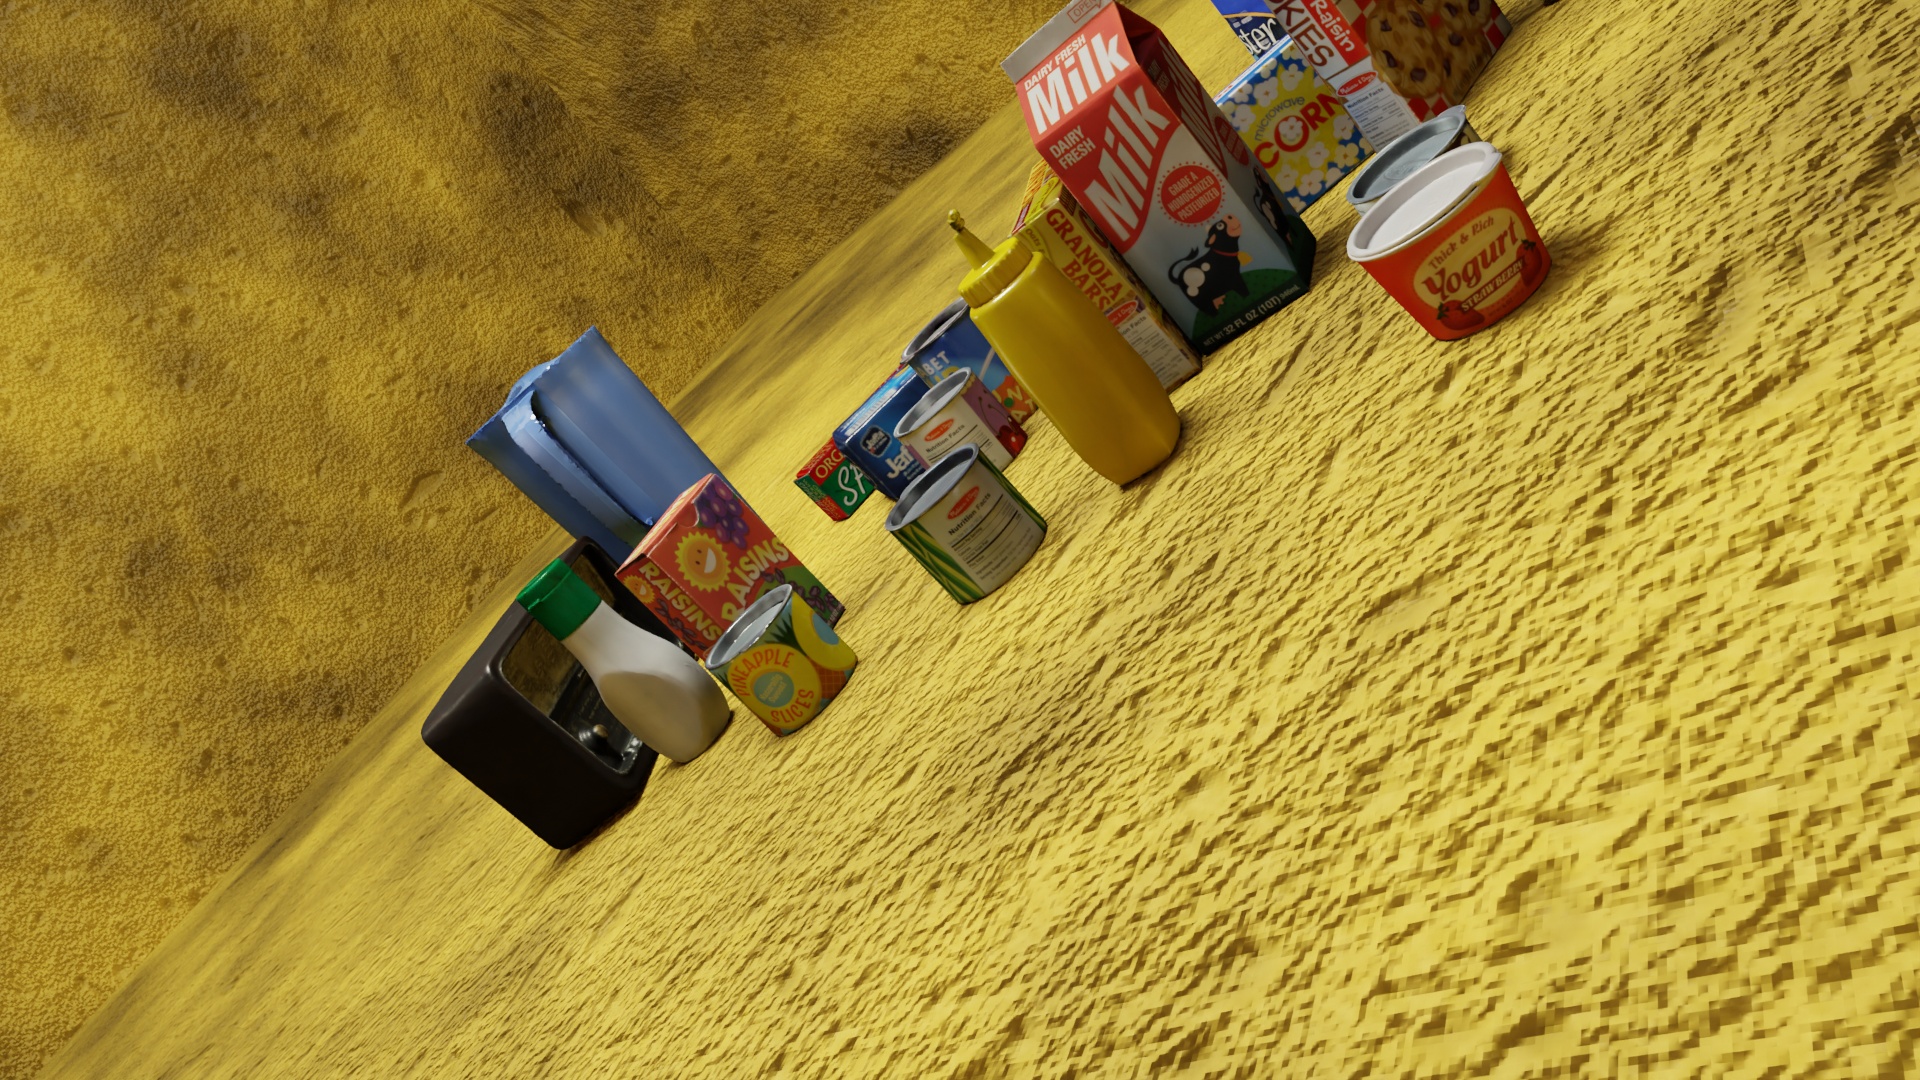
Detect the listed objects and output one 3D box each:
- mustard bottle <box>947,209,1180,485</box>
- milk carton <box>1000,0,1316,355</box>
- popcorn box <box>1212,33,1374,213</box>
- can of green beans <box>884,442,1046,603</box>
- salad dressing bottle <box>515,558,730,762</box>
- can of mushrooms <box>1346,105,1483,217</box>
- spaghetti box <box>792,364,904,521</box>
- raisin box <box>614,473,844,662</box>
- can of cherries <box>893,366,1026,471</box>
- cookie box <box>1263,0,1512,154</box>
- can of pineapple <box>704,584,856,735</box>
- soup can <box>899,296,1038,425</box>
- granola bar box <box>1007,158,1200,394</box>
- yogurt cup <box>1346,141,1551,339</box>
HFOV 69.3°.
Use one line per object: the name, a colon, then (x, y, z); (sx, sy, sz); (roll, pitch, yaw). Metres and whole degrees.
mustard bottle: (0.045, -0.101, 0.689); (0.048, 0.160, 0.065); (-35, 18, 27)
milk carton: (0.107, -0.202, 0.748); (0.072, 0.190, 0.074); (-32, 19, 33)
popcorn box: (0.183, -0.237, 0.850); (0.126, 0.085, 0.038); (-40, 16, 11)
can of green beans: (0.003, -0.009, 0.738); (0.071, 0.057, 0.071); (-39, 16, 14)
salad dressing bottle: (-0.210, 0.074, 0.866); (0.064, 0.147, 0.044); (-34, 18, 28)
can of mushrooms: (0.229, -0.178, 0.682); (0.071, 0.033, 0.071); (-39, 16, 14)
spaghetti box: (-0.035, -0.119, 1.124); (0.251, 0.050, 0.028); (-50, 17, -23)
raisin box: (-0.139, 0.031, 0.851); (0.040, 0.123, 0.086); (-30, 20, 39)
can of cherries: (0.001, -0.070, 0.899); (0.071, 0.058, 0.072); (-39, 16, 14)
cookie box: (0.233, -0.320, 0.795); (0.123, 0.167, 0.040); (-51, 18, -27)
can of pineapple: (-0.101, 0.069, 0.786); (0.071, 0.058, 0.071); (-39, 16, 14)
soup can: (0.010, -0.115, 0.947); (0.071, 0.083, 0.071); (-39, 16, 14)
granola bar box: (0.087, -0.163, 0.814); (0.039, 0.124, 0.166); (-36, 17, 23)
yogurt cup: (0.199, -0.118, 0.562); (0.072, 0.054, 0.072); (-39, 16, 14)
